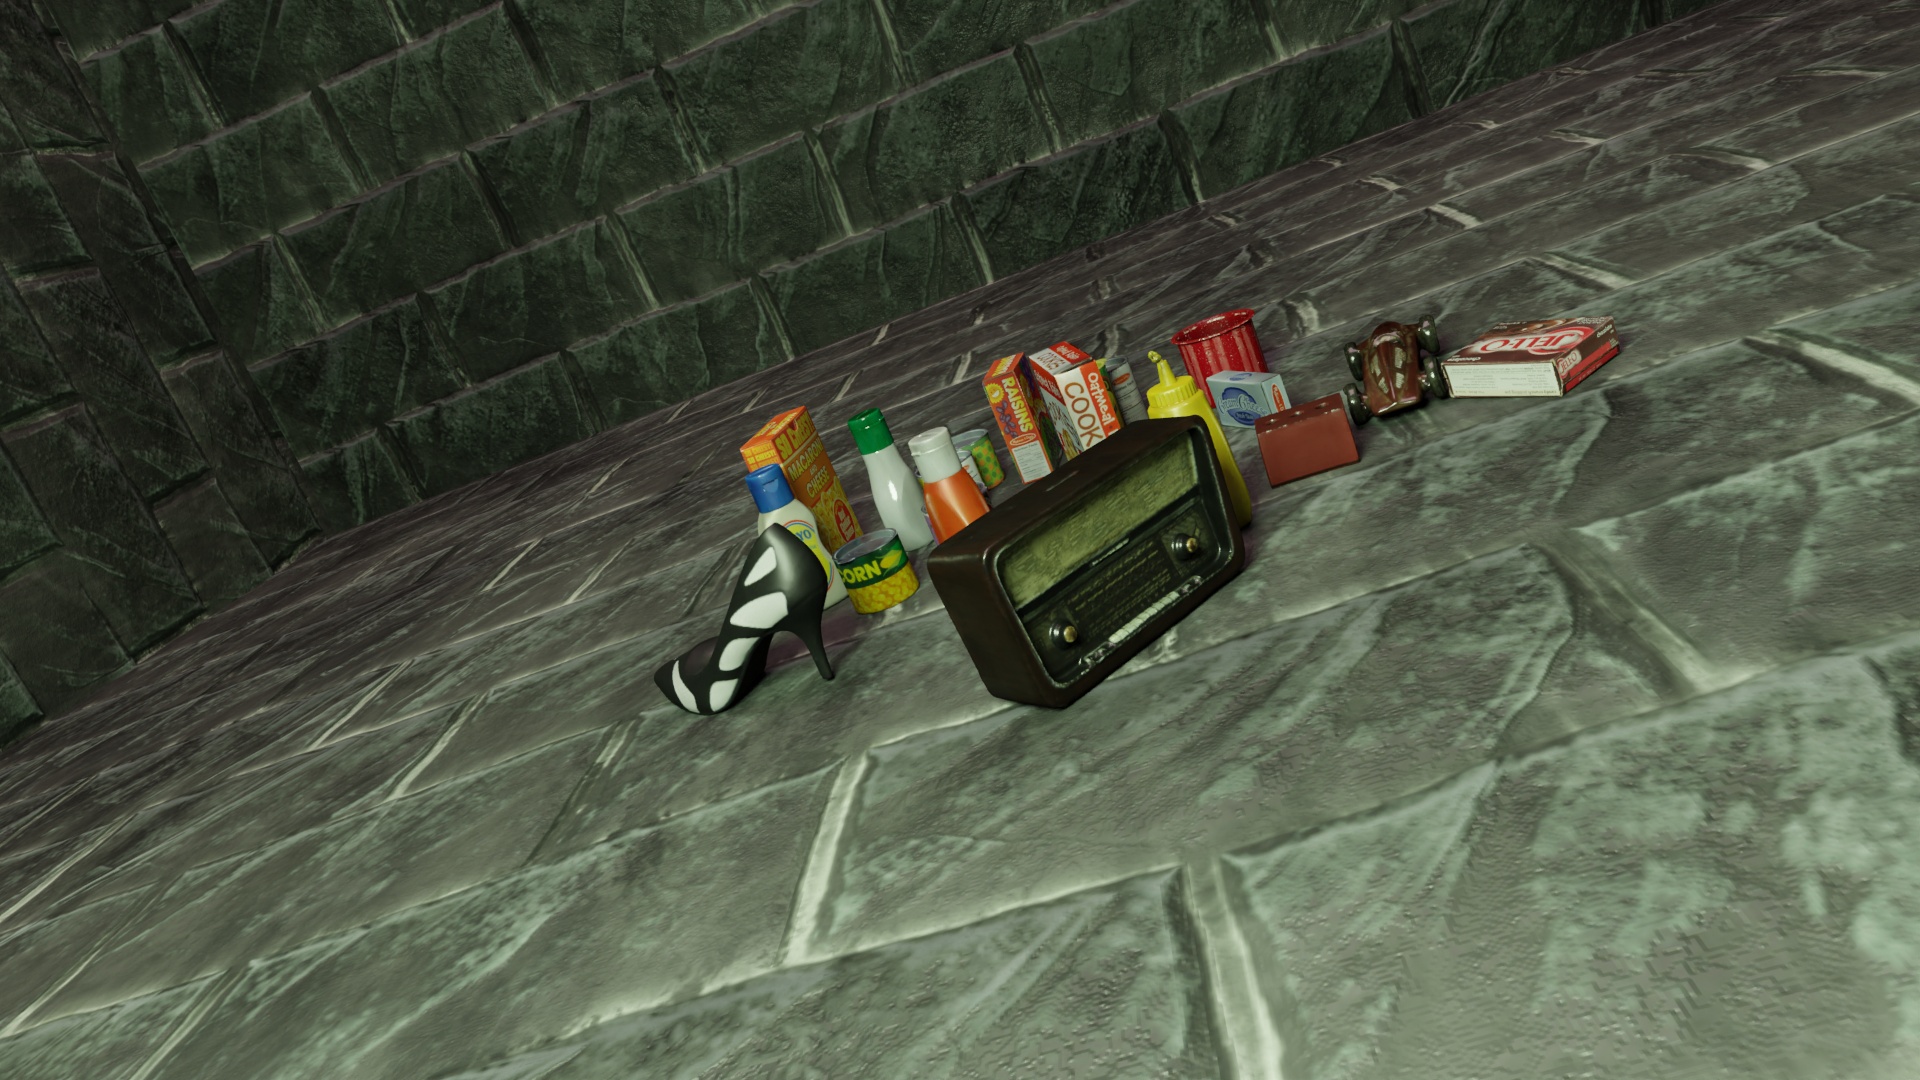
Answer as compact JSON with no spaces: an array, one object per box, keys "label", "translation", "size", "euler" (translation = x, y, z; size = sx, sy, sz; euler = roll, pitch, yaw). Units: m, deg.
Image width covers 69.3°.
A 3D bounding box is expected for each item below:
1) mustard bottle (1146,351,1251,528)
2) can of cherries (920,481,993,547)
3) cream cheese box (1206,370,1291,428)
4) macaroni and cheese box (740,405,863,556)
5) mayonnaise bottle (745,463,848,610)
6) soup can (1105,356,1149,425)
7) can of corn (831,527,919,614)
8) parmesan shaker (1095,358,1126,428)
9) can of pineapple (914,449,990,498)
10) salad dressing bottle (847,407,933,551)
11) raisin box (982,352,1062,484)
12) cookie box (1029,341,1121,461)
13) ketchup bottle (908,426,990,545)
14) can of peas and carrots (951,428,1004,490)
[{"label":"mustard bottle","translation":[0.186,-0.081,1.121],"size":[0.049,0.159,0.065],"euler":[-27,17,-16]},{"label":"can of cherries","translation":[0.005,-0.017,1.335],"size":[0.071,0.058,0.072],"euler":[-21,16,6]},{"label":"cream cheese box","translation":[0.284,-0.137,1.362],"size":[0.024,0.053,0.104],"euler":[-27,17,-15]},{"label":"macaroni and cheese box","translation":[-0.159,-0.044,1.441],"size":[0.040,0.166,0.124],"euler":[-18,17,17]},{"label":"mayonnaise bottle","translation":[-0.163,-0.001,1.344],"size":[0.065,0.147,0.041],"euler":[-27,17,-16]},{"label":"soup can","translation":[0.162,-0.148,1.500],"size":[0.071,0.083,0.071],"euler":[-21,16,6]},{"label":"can of corn","translation":[-0.080,0.030,1.298],"size":[0.071,0.058,0.071],"euler":[-21,16,6]},{"label":"parmesan shaker","translation":[0.137,-0.126,1.430],"size":[0.071,0.103,0.071],"euler":[-21,16,6]},{"label":"can of pineapple","translation":[-0.009,-0.058,1.483],"size":[0.071,0.057,0.071],"euler":[-21,16,6]},{"label":"salad dressing bottle","translation":[-0.071,-0.062,1.418],"size":[0.044,0.147,0.064],"euler":[-14,18,27]},{"label":"raisin box","translation":[0.068,-0.133,1.506],"size":[0.040,0.123,0.086],"euler":[-17,17,17]},{"label":"cookie box","translation":[0.116,-0.085,1.213],"size":[0.040,0.167,0.123],"euler":[-23,16,-1]},{"label":"ketchup bottle","translation":[-0.002,-0.024,1.207],"size":[0.044,0.148,0.064],"euler":[-33,19,-32]},{"label":"can of peas and carrots","translation":[0.008,-0.084,1.541],"size":[0.071,0.058,0.071],"euler":[-21,16,6]}]
